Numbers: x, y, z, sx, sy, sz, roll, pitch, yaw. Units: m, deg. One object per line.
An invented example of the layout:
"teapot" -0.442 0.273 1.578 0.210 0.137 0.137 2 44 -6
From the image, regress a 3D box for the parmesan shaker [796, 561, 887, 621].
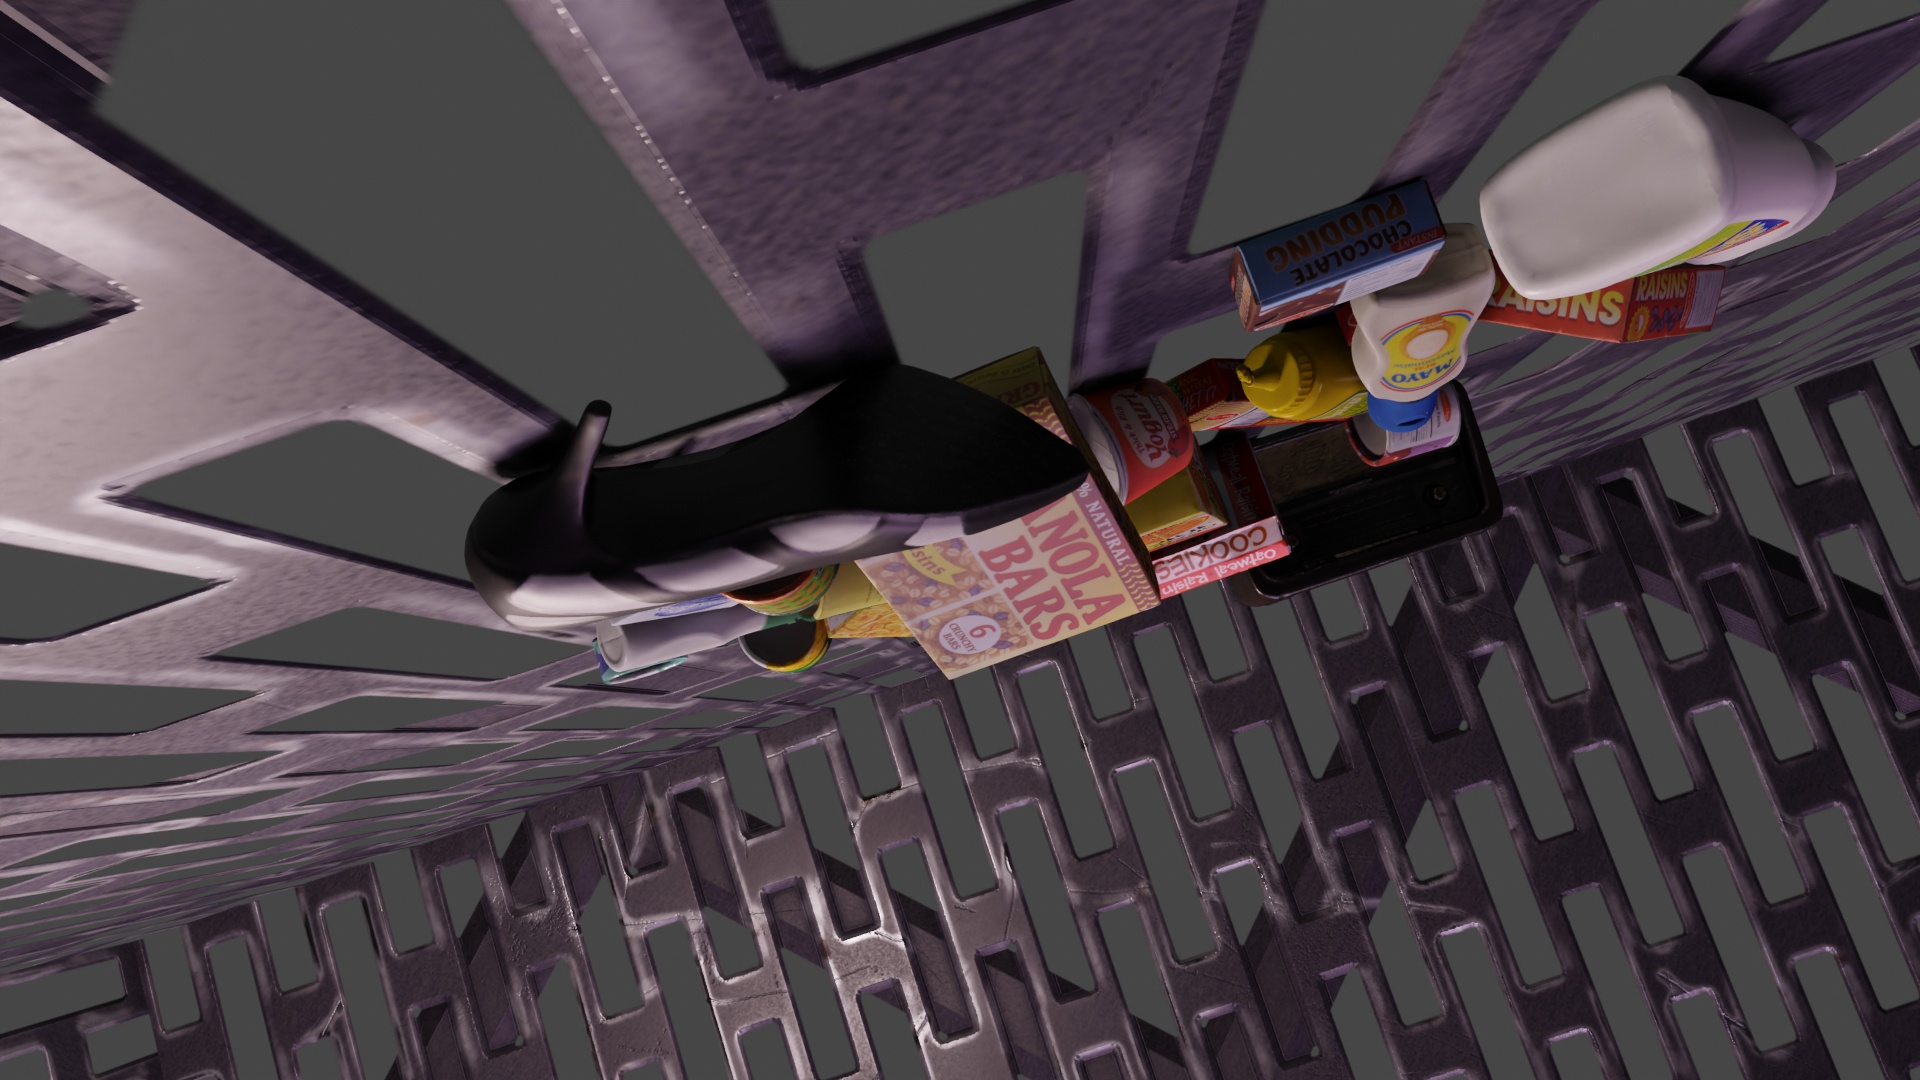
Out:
"parmesan shaker" -0.053 0.004 0.835 0.103 0.071 0.071 -12 169 -32

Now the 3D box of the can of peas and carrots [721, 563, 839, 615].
"can of peas and carrots" -0.096 0.003 0.714 0.071 0.071 0.058 -19 171 1

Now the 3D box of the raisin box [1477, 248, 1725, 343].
"raisin box" 0.342 -0.134 0.746 0.124 0.040 0.086 -12 -156 -42

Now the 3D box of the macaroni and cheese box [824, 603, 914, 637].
"macaroni and cheese box" -0.002 0.018 0.962 0.124 0.040 0.165 2 152 -39

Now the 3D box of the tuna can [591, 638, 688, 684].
"tuna can" -0.239 0.083 1.045 0.071 0.033 0.071 -18 172 -2

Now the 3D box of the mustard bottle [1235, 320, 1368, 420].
"mustard bottle" 0.202 -0.095 0.790 0.161 0.049 0.065 -11 165 -43

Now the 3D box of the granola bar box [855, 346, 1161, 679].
"granola bar box" 0.014 -0.008 0.686 0.124 0.039 0.165 -21 136 13

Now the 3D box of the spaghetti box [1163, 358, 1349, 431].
"spaghetti box" 0.207 -0.093 0.880 0.050 0.029 0.251 -25 169 40

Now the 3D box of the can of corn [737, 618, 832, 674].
"can of corn" -0.132 0.066 1.062 0.071 0.071 0.058 -18 171 -1

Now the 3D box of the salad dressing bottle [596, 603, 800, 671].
"salad dressing bottle" -0.174 0.052 0.956 0.148 0.044 0.064 -13 175 -40

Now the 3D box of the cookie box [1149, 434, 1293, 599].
"cookie box" 0.157 -0.009 1.060 0.167 0.040 0.123 -20 -149 12

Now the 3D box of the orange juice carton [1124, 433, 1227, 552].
"orange juice carton" 0.133 -0.034 0.954 0.072 0.073 0.193 -21 172 15

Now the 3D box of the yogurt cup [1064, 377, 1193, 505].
"yogurt cup" 0.091 -0.055 0.762 0.054 0.072 0.072 -24 174 -20

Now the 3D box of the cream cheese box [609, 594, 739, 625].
"cream cheese box" -0.169 0.030 0.883 0.053 0.024 0.104 -23 171 37

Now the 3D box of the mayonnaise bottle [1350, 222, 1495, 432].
"mayonnaise bottle" 0.228 -0.101 0.701 0.065 0.041 0.147 -15 156 7

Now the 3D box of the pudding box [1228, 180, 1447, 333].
"pudding box" 0.160 -0.120 0.595 0.084 0.030 0.049 -19 173 5

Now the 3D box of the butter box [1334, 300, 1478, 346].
"butter box" 0.257 -0.130 0.768 0.104 0.024 0.053 -11 168 -44

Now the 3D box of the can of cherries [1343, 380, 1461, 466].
"can of cherries" 0.318 -0.092 1.009 0.058 0.071 0.071 -17 171 -10
